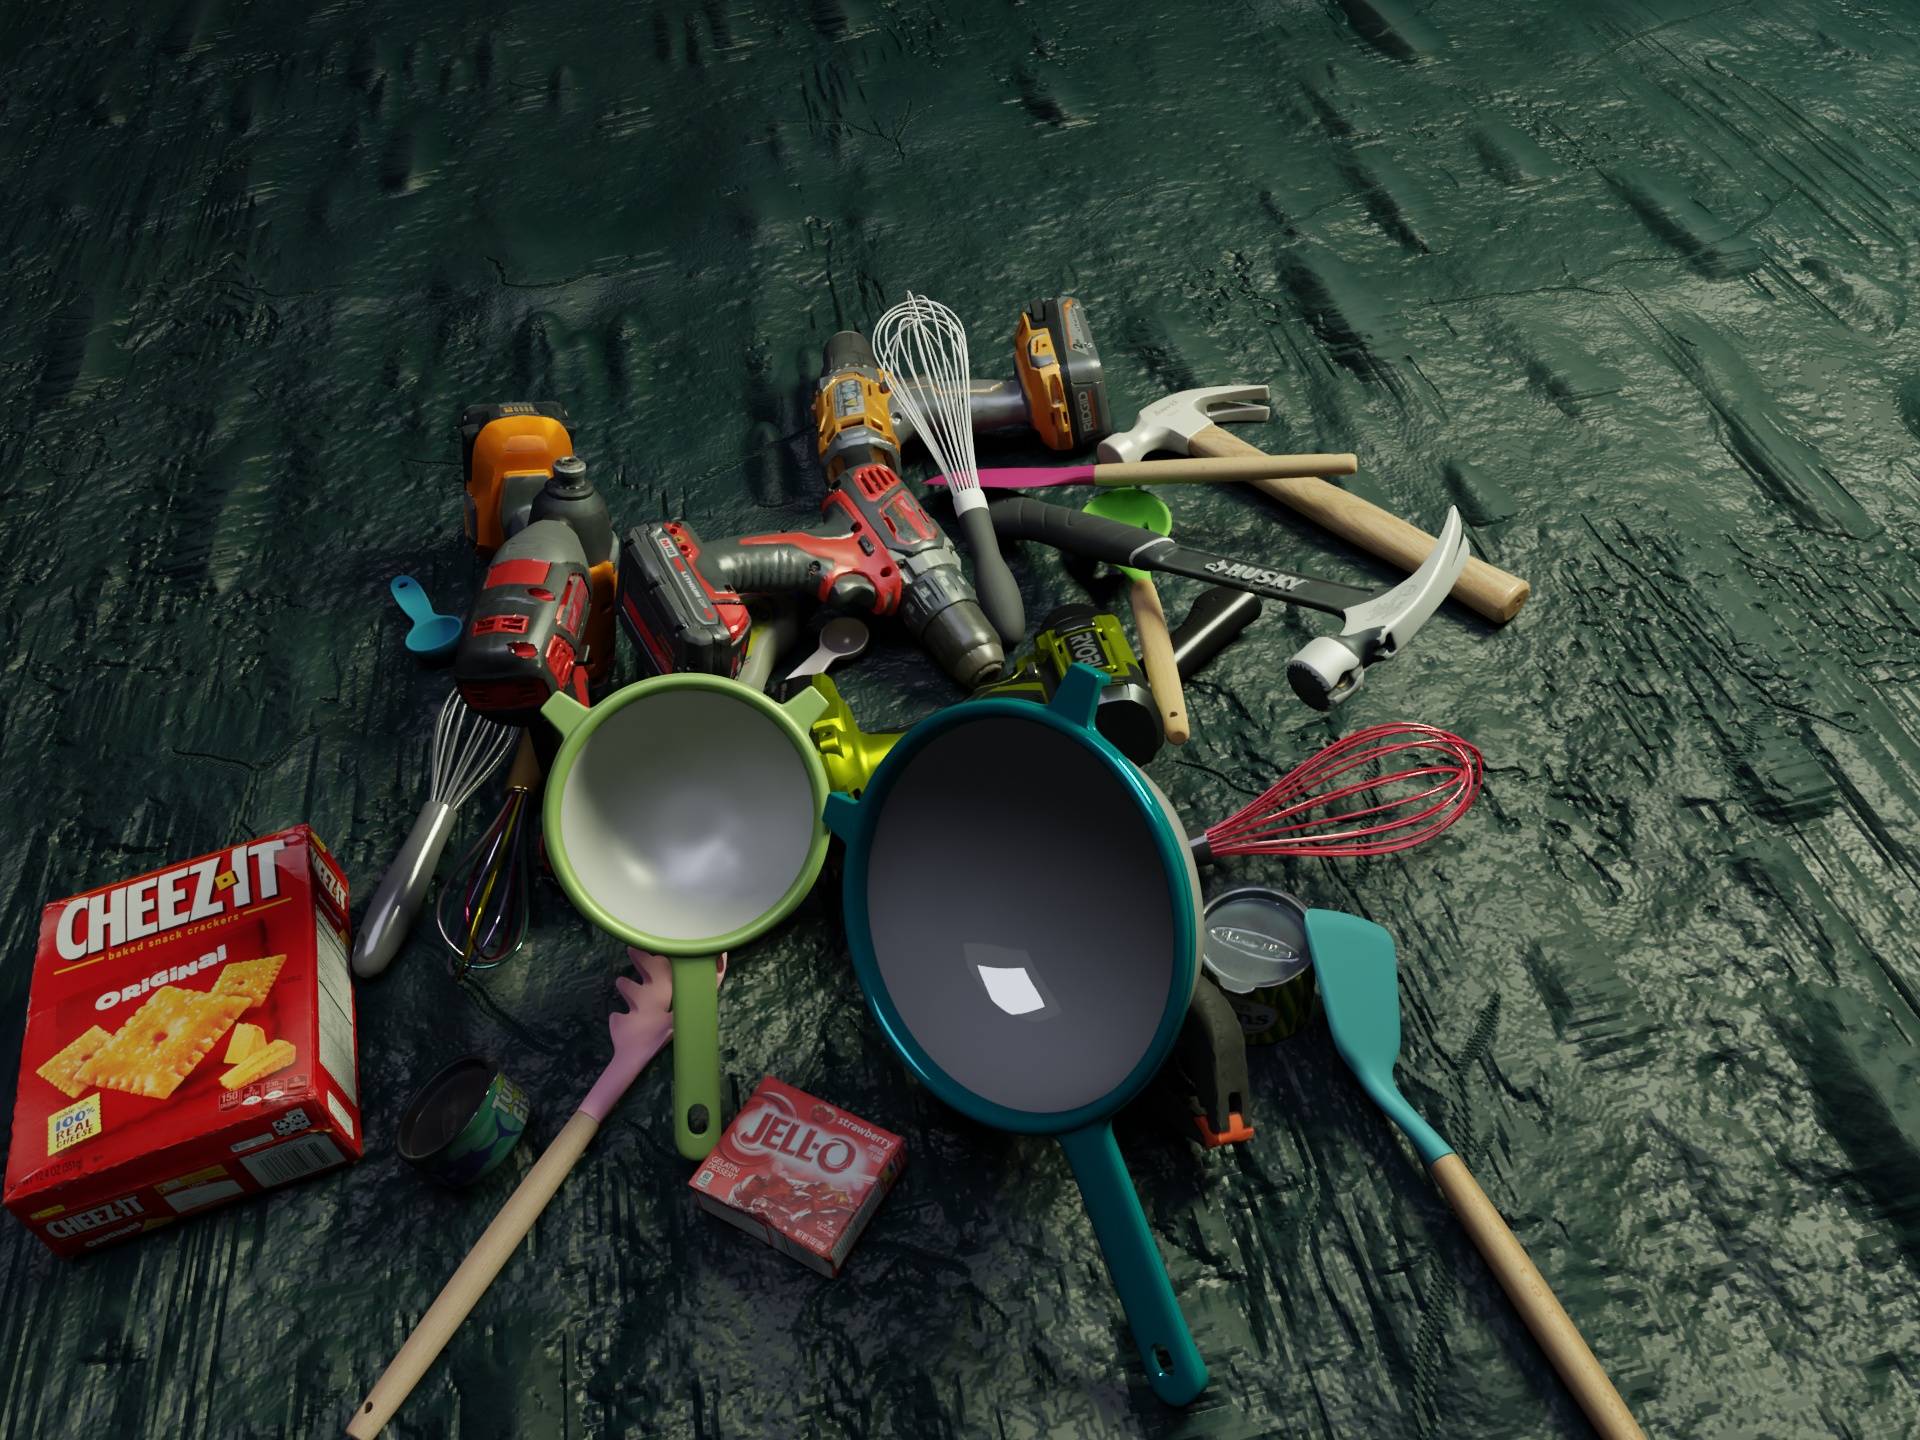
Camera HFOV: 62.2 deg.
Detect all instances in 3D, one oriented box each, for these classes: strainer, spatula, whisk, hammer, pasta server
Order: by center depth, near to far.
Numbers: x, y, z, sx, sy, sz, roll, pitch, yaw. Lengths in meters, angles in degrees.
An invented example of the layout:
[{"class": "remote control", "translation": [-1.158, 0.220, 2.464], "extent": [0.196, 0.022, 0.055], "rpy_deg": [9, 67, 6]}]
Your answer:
[{"class": "spatula", "translation": [0.252, 0.227, 0.760], "extent": [0.044, 0.082, 0.318], "rpy_deg": [-50, 46, 24]}, {"class": "strainer", "translation": [0.068, 0.151, 0.784], "extent": [0.095, 0.211, 0.340], "rpy_deg": [-7, 73, -51]}, {"class": "pasta server", "translation": [-0.217, 0.229, 0.842], "extent": [0.060, 0.040, 0.316], "rpy_deg": [8, 48, 33]}, {"class": "strainer", "translation": [-0.146, 0.104, 0.865], "extent": [0.151, 0.069, 0.256], "rpy_deg": [-2, 88, -10]}, {"class": "whisk", "translation": [0.161, 0.066, 0.924], "extent": [0.296, 0.073, 0.073], "rpy_deg": [-17, 46, 0]}, {"class": "hammer", "translation": [0.082, 0.011, 0.986], "extent": [0.146, 0.035, 0.335], "rpy_deg": [12, 42, 47]}, {"class": "whisk", "translation": [-0.283, 0.063, 1.010], "extent": [0.051, 0.047, 0.245], "rpy_deg": [-5, 43, 6]}, {"class": "hammer", "translation": [0.139, -0.108, 1.017], "extent": [0.149, 0.036, 0.409], "rpy_deg": [-39, 32, -17]}, {"class": "whisk", "translation": [-0.337, 0.060, 1.022], "extent": [0.055, 0.055, 0.239], "rpy_deg": [3, 52, 12]}, {"class": "whisk", "translation": [-0.001, -0.181, 1.133], "extent": [0.070, 0.070, 0.285], "rpy_deg": [-15, 72, -5]}, {"class": "hammer", "translation": [0.259, -0.159, 1.143], "extent": [0.130, 0.031, 0.332], "rpy_deg": [-36, 52, -23]}]

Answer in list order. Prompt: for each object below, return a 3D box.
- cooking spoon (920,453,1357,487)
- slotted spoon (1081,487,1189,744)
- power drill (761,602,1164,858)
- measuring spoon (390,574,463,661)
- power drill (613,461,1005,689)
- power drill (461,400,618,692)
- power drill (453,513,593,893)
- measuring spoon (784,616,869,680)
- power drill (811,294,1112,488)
[{"class": "cooking spoon", "translation": [0.123, -0.179, 1.150], "extent": [0.319, 0.017, 0.069], "rpy_deg": [1, 9, 20]}, {"class": "slotted spoon", "translation": [0.120, -0.073, 1.041], "extent": [0.070, 0.031, 0.314], "rpy_deg": [-15, 31, 7]}, {"class": "power drill", "translation": [-0.002, -0.003, 0.958], "extent": [0.223, 0.080, 0.171], "rpy_deg": [-17, 27, 2]}, {"class": "measuring spoon", "translation": [-0.400, -0.075, 1.185], "extent": [0.042, 0.021, 0.129], "rpy_deg": [-28, 39, -18]}, {"class": "power drill", "translation": [-0.095, -0.076, 1.056], "extent": [0.226, 0.080, 0.188], "rpy_deg": [-19, 61, -29]}, {"class": "power drill", "translation": [-0.293, -0.143, 1.120], "extent": [0.084, 0.164, 0.227], "rpy_deg": [-8, 37, -24]}, {"class": "power drill", "translation": [-0.230, -0.009, 0.946], "extent": [0.078, 0.219, 0.143], "rpy_deg": [-4, 46, 5]}, {"class": "measuring spoon", "translation": [-0.107, -0.024, 1.087], "extent": [0.034, 0.018, 0.124], "rpy_deg": [30, 64, 25]}, {"class": "power drill", "translation": [-0.007, -0.268, 1.262], "extent": [0.226, 0.084, 0.186], "rpy_deg": [-13, 44, 3]}]
